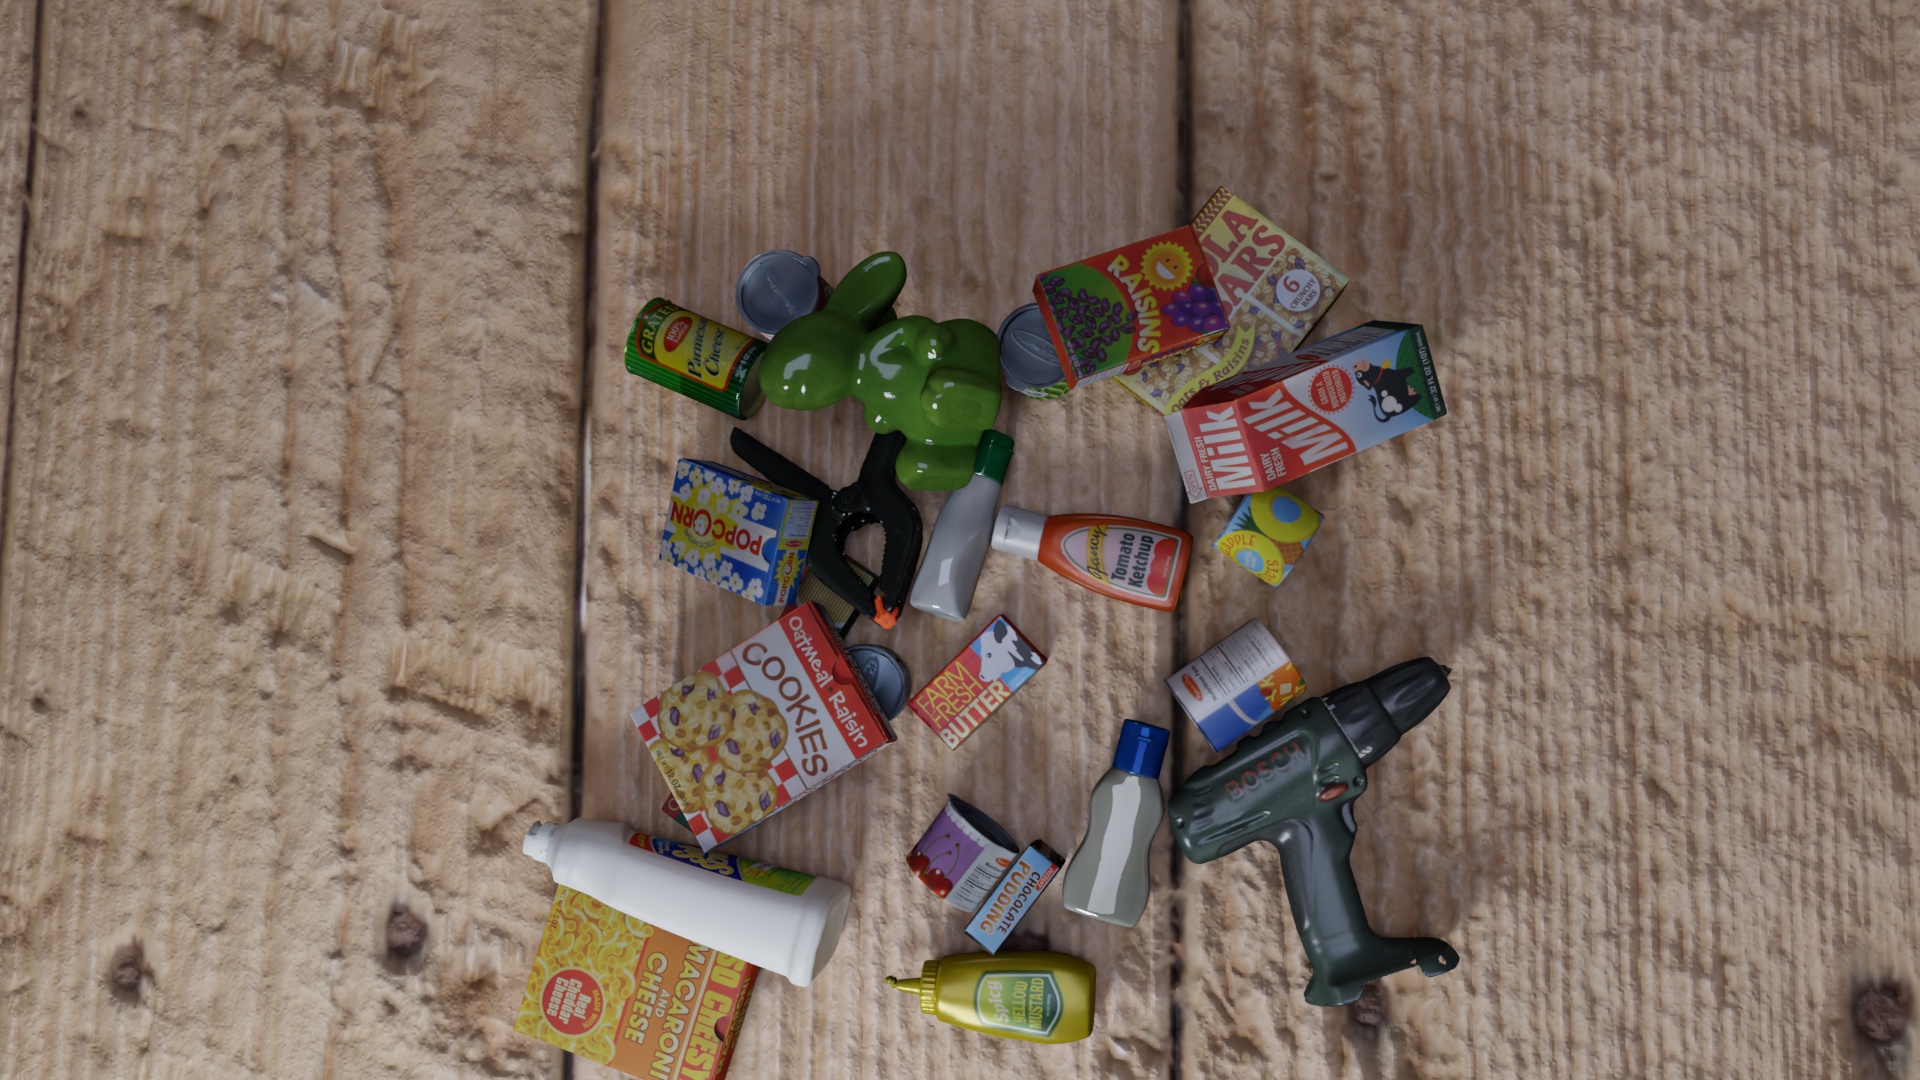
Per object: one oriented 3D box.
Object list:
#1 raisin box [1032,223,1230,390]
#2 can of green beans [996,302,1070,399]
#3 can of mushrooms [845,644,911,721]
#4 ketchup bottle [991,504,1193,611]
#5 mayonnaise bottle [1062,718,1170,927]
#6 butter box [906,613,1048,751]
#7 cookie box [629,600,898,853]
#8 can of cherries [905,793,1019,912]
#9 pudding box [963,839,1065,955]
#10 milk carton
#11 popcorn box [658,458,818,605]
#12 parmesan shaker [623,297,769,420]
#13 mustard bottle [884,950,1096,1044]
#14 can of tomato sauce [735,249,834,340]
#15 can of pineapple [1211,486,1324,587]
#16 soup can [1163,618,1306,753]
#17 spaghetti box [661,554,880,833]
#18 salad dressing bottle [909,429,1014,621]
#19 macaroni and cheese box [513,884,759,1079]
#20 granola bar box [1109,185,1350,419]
[{"bbox_3d":[0.126,-0.172,1.026,0.123,0.040,0.086,-19,83,-6],"label":"raisin box"},{"bbox_3d":[0.063,-0.145,1.075,0.071,0.058,0.071,-1,85,8],"label":"can of green beans"},{"bbox_3d":[-0.075,0.113,1.086,0.071,0.033,0.071,-1,86,8],"label":"can of mushrooms"},{"bbox_3d":[0.100,0.007,1.065,0.149,0.043,0.064,14,88,10],"label":"ketchup bottle"},{"bbox_3d":[0.123,0.210,1.046,0.065,0.041,0.148,15,86,8],"label":"mayonnaise bottle"},{"bbox_3d":[0.013,0.110,1.078,0.103,0.024,0.053,-44,82,3],"label":"butter box"},{"bbox_3d":[-0.150,0.141,1.058,0.167,0.040,0.123,-32,80,7],"label":"cookie box"},{"bbox_3d":[0.000,0.236,1.050,0.071,0.071,0.058,37,92,9],"label":"can of cherries"},{"bbox_3d":[0.041,0.268,1.048,0.030,0.049,0.083,38,91,11],"label":"pudding box"},{"bbox_3d":[0.244,-0.093,1.009,0.191,0.073,0.072,-22,105,-7],"label":"milk carton"},{"bbox_3d":[-0.174,-0.008,1.076,0.127,0.038,0.085,20,99,36],"label":"popcorn box"},{"bbox_3d":[-0.206,-0.147,1.111,0.103,0.071,0.071,23,89,9],"label":"parmesan shaker"},{"bbox_3d":[0.021,0.340,1.044,0.160,0.049,0.065,1,84,8],"label":"mustard bottle"},{"bbox_3d":[-0.132,-0.187,1.094,0.071,0.083,0.071,-1,85,8],"label":"can of tomato sauce"},{"bbox_3d":[0.228,-0.006,1.035,0.058,0.071,0.071,34,91,9],"label":"can of pineapple"},{"bbox_3d":[0.205,0.108,1.032,0.084,0.071,0.071,-35,82,3],"label":"soup can"},{"bbox_3d":[-0.150,0.122,1.098,0.050,0.028,0.250,32,90,10],"label":"spaghetti box"},{"bbox_3d":[0.004,-0.013,1.074,0.044,0.064,0.148,14,79,19],"label":"salad dressing bottle"},{"bbox_3d":[-0.251,0.349,1.087,0.166,0.040,0.123,17,89,9],"label":"macaroni and cheese box"},{"bbox_3d":[0.197,-0.168,1.068,0.124,0.039,0.165,39,92,8],"label":"granola bar box"}]
